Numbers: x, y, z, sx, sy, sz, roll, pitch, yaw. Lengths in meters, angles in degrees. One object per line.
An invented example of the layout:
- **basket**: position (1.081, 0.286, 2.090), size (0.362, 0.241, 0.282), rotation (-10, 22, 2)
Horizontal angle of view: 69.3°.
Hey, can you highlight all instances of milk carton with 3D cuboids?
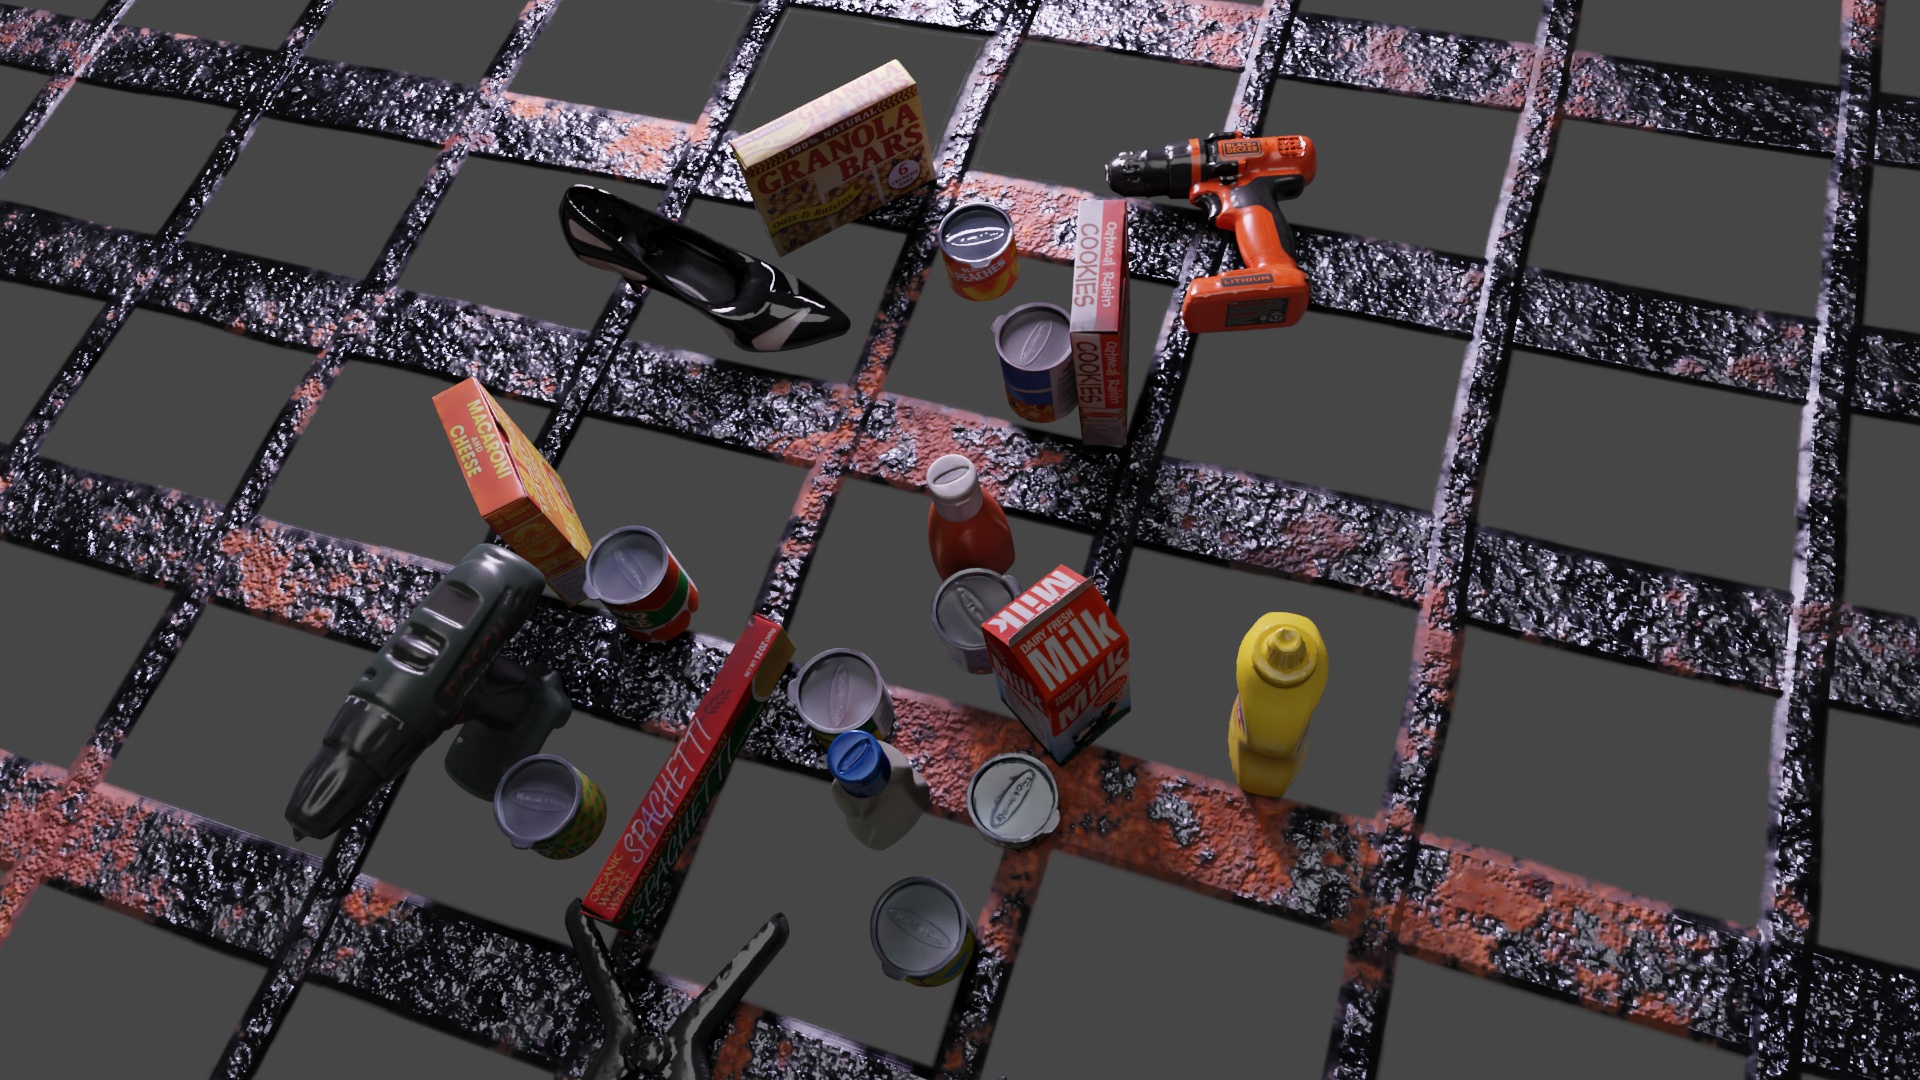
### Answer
- **milk carton**: position (0.068, 0.083, 0.965), size (0.072, 0.189, 0.073), rotation (-37, 65, -10)

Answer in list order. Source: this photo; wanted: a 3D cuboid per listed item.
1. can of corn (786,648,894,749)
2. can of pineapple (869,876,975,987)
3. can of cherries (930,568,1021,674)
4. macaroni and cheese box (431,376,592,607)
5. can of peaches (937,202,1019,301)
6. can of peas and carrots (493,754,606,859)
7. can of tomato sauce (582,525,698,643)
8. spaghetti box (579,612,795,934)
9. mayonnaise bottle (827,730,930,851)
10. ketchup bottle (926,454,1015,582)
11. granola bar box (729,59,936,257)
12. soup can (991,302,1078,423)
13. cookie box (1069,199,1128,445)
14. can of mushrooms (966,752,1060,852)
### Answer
- **can of corn**: position (-0.089, 0.122, 1.042), size (0.071, 0.058, 0.071), rotation (-3, 64, 7)
- **can of pineapple**: position (-0.027, 0.272, 0.959), size (0.071, 0.057, 0.071), rotation (-3, 64, 7)
- **can of cherries**: position (0.017, 0.061, 1.057), size (0.071, 0.058, 0.072), rotation (-3, 64, 7)
- **macaroni and cheese box**: position (-0.344, -0.036, 1.096), size (0.040, 0.165, 0.124), rotation (-29, 64, -6)
- **can of peaches**: position (0.017, -0.249, 1.212), size (0.071, 0.058, 0.071), rotation (-3, 64, 7)
- **can of peas and carrots**: position (-0.304, 0.201, 1.033), size (0.071, 0.058, 0.071), rotation (-3, 64, 7)
- **can of tomato sauce**: position (-0.251, 0.037, 1.093), size (0.071, 0.082, 0.071), rotation (-3, 64, 7)
- **spaghetti box**: position (-0.199, 0.173, 1.037), size (0.029, 0.050, 0.251), rotation (22, 69, 17)
- **mayonnaise bottle**: position (-0.059, 0.170, 0.963), size (0.041, 0.147, 0.065), rotation (38, 75, 22)
- **ketchup bottle**: position (0.004, -0.013, 1.045), size (0.065, 0.148, 0.044), rotation (-24, 63, -4)
- **granola bar box**: position (-0.110, -0.339, 1.237), size (0.166, 0.123, 0.039), rotation (-29, 64, -6)
- **soup can**: position (0.063, -0.146, 1.139), size (0.071, 0.083, 0.071), rotation (-3, 64, 7)
- **cookie box**: position (0.114, -0.168, 1.097), size (0.040, 0.166, 0.123), rotation (1, 64, 9)
- **can of mushrooms**: position (0.041, 0.191, 1.003), size (0.071, 0.033, 0.071), rotation (-3, 63, 7)
